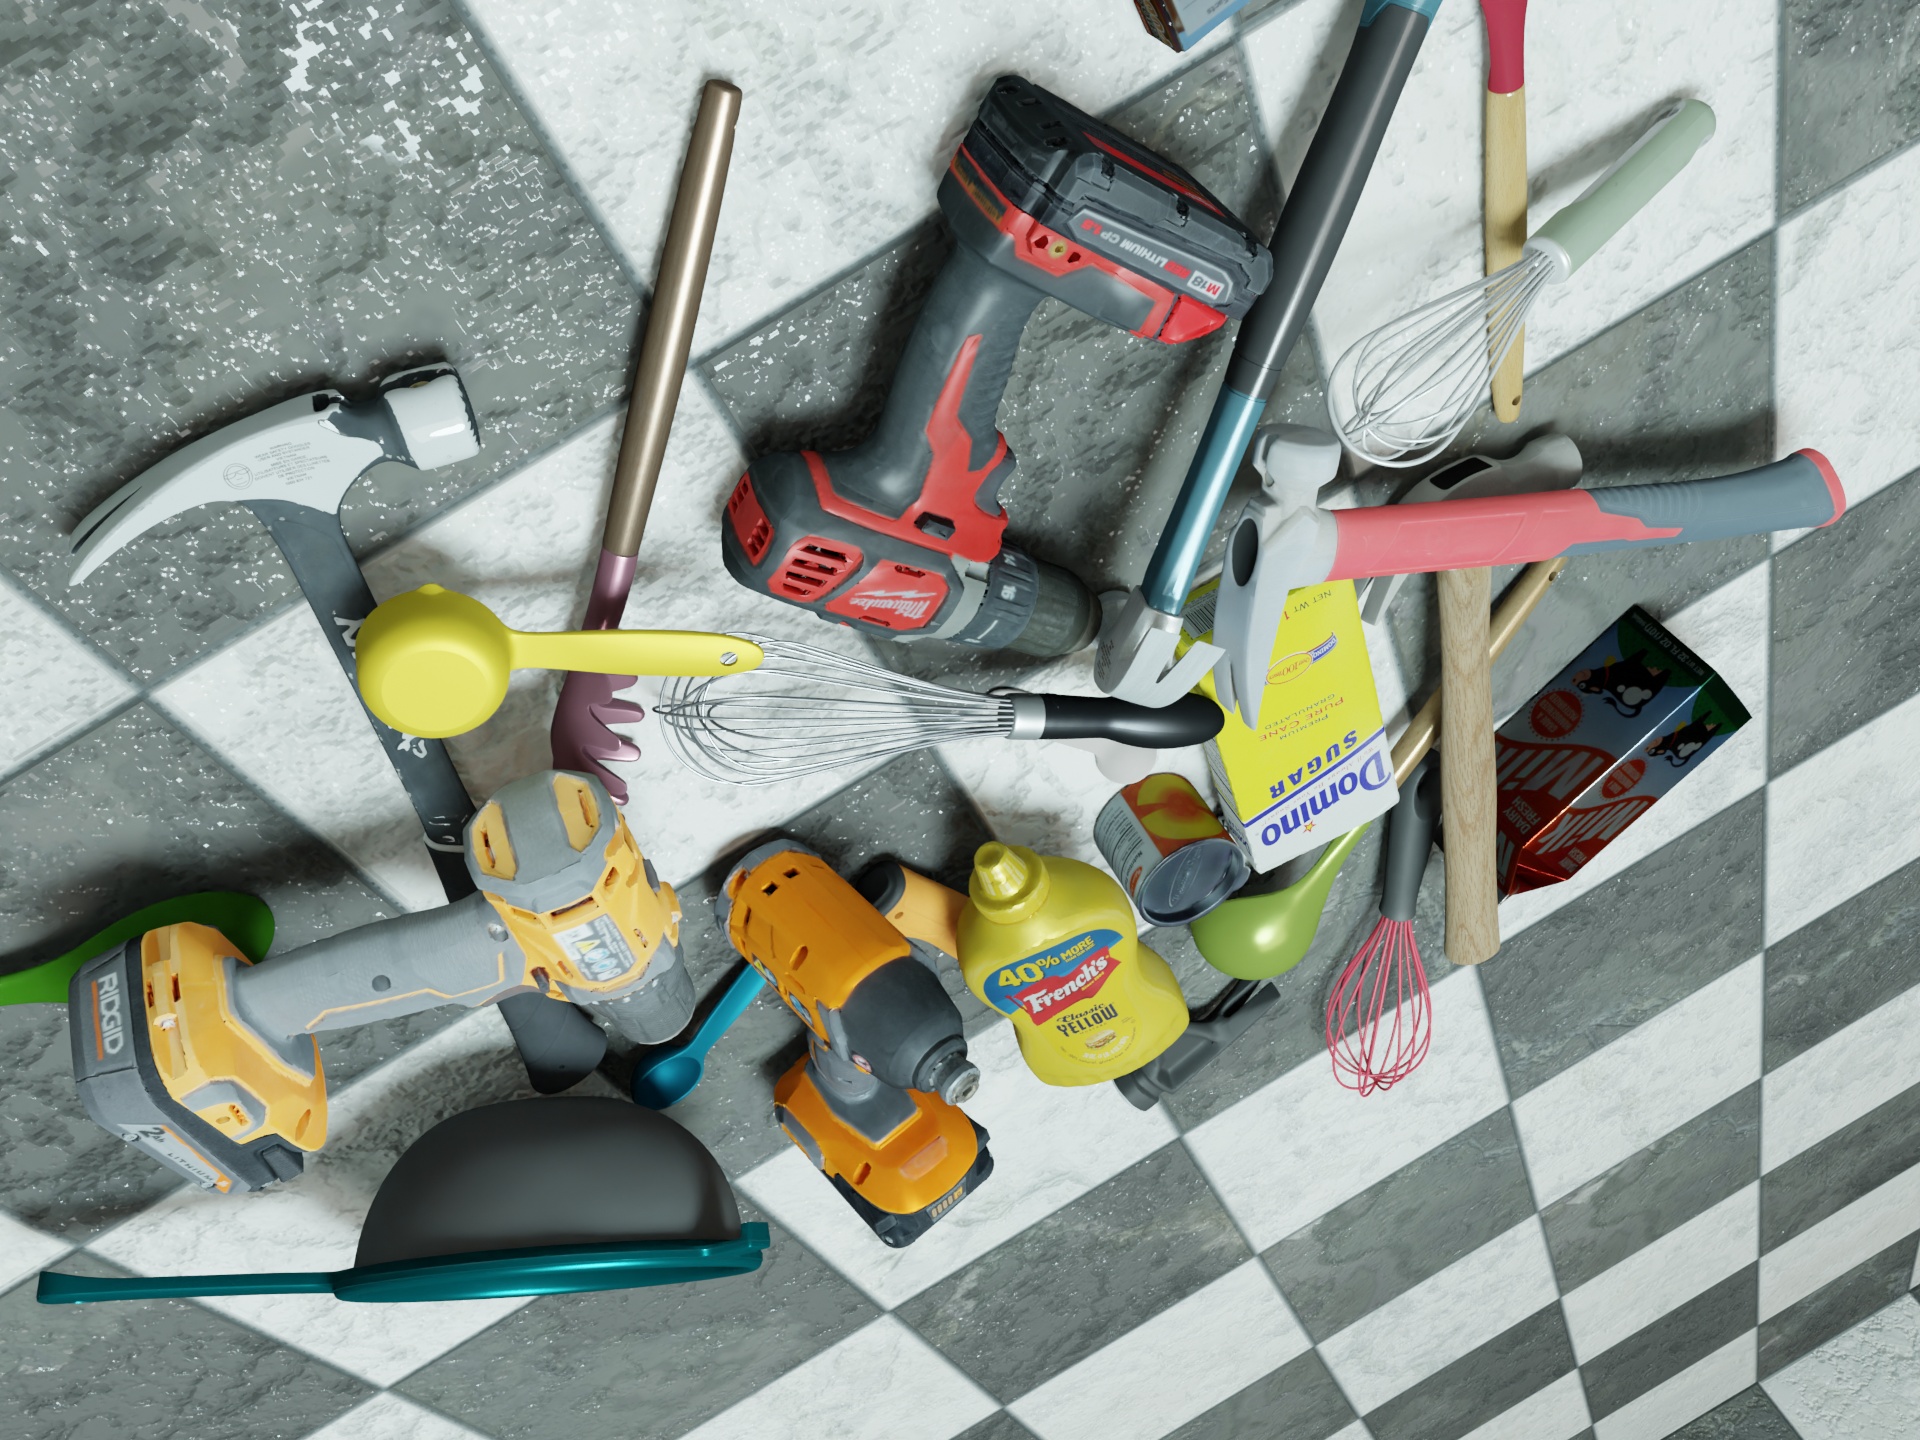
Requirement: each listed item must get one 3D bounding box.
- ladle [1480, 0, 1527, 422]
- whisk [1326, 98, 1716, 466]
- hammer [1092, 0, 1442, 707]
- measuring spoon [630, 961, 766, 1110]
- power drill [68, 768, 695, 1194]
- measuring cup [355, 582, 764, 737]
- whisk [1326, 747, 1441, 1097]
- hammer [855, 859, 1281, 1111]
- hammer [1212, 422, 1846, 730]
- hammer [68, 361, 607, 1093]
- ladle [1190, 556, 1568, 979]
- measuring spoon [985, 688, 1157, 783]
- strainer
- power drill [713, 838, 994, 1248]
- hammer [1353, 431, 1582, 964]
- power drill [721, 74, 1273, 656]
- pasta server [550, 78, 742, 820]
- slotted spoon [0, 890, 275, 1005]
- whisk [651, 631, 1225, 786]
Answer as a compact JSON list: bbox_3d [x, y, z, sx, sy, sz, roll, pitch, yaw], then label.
[{"bbox_3d":[0.238,-0.252,0.689,0.069,0.031,0.315,-30,138,-7],"label":"ladle"},{"bbox_3d":[0.250,-0.197,0.696,0.246,0.059,0.058,-43,179,-14],"label":"whisk"},{"bbox_3d":[0.125,-0.153,0.673,0.033,0.128,0.331,15,114,-10],"label":"hammer"},{"bbox_3d":[-0.137,0.159,0.866,0.128,0.021,0.042,-51,142,7],"label":"measuring spoon"},{"bbox_3d":[-0.229,0.121,0.688,0.226,0.084,0.185,-23,146,-7],"label":"power drill"},{"bbox_3d":[-0.153,-0.019,0.617,0.156,0.029,0.062,0,128,-16],"label":"measuring cup"},{"bbox_3d":[0.285,0.138,1.045,0.073,0.073,0.295,-14,127,-17],"label":"whisk"},{"bbox_3d":[0.062,0.149,0.947,0.127,0.034,0.336,-44,135,14],"label":"hammer"},{"bbox_3d":[0.300,-0.085,0.806,0.386,0.038,0.143,-7,121,-25],"label":"hammer"},{"bbox_3d":[-0.230,0.041,0.694,0.149,0.036,0.408,-18,135,-11],"label":"hammer"},{"bbox_3d":[0.246,0.027,0.941,0.078,0.062,0.320,21,110,-37],"label":"ladle"},{"bbox_3d":[0.060,0.010,0.832,0.124,0.018,0.034,22,116,-39],"label":"measuring spoon"},{"bbox_3d":[-0.271,0.241,0.806,0.340,0.095,0.211,3,157,-16],"label":"strainer"},{"bbox_3d":[-0.043,0.180,0.823,0.084,0.164,0.226,-35,143,-23],"label":"power drill"},{"bbox_3d":[0.283,0.009,0.895,0.130,0.031,0.331,-21,123,-13],"label":"hammer"},{"bbox_3d":[0.028,-0.122,0.658,0.187,0.080,0.226,14,123,-36],"label":"power drill"},{"bbox_3d":[-0.122,-0.090,0.631,0.040,0.060,0.316,14,120,-11],"label":"pasta server"},{"bbox_3d":[-0.450,0.124,0.655,0.313,0.031,0.070,-10,137,-18],"label":"slotted spoon"},{"bbox_3d":[-0.001,-0.002,0.741,0.284,0.070,0.070,1,128,-21],"label":"whisk"}]
